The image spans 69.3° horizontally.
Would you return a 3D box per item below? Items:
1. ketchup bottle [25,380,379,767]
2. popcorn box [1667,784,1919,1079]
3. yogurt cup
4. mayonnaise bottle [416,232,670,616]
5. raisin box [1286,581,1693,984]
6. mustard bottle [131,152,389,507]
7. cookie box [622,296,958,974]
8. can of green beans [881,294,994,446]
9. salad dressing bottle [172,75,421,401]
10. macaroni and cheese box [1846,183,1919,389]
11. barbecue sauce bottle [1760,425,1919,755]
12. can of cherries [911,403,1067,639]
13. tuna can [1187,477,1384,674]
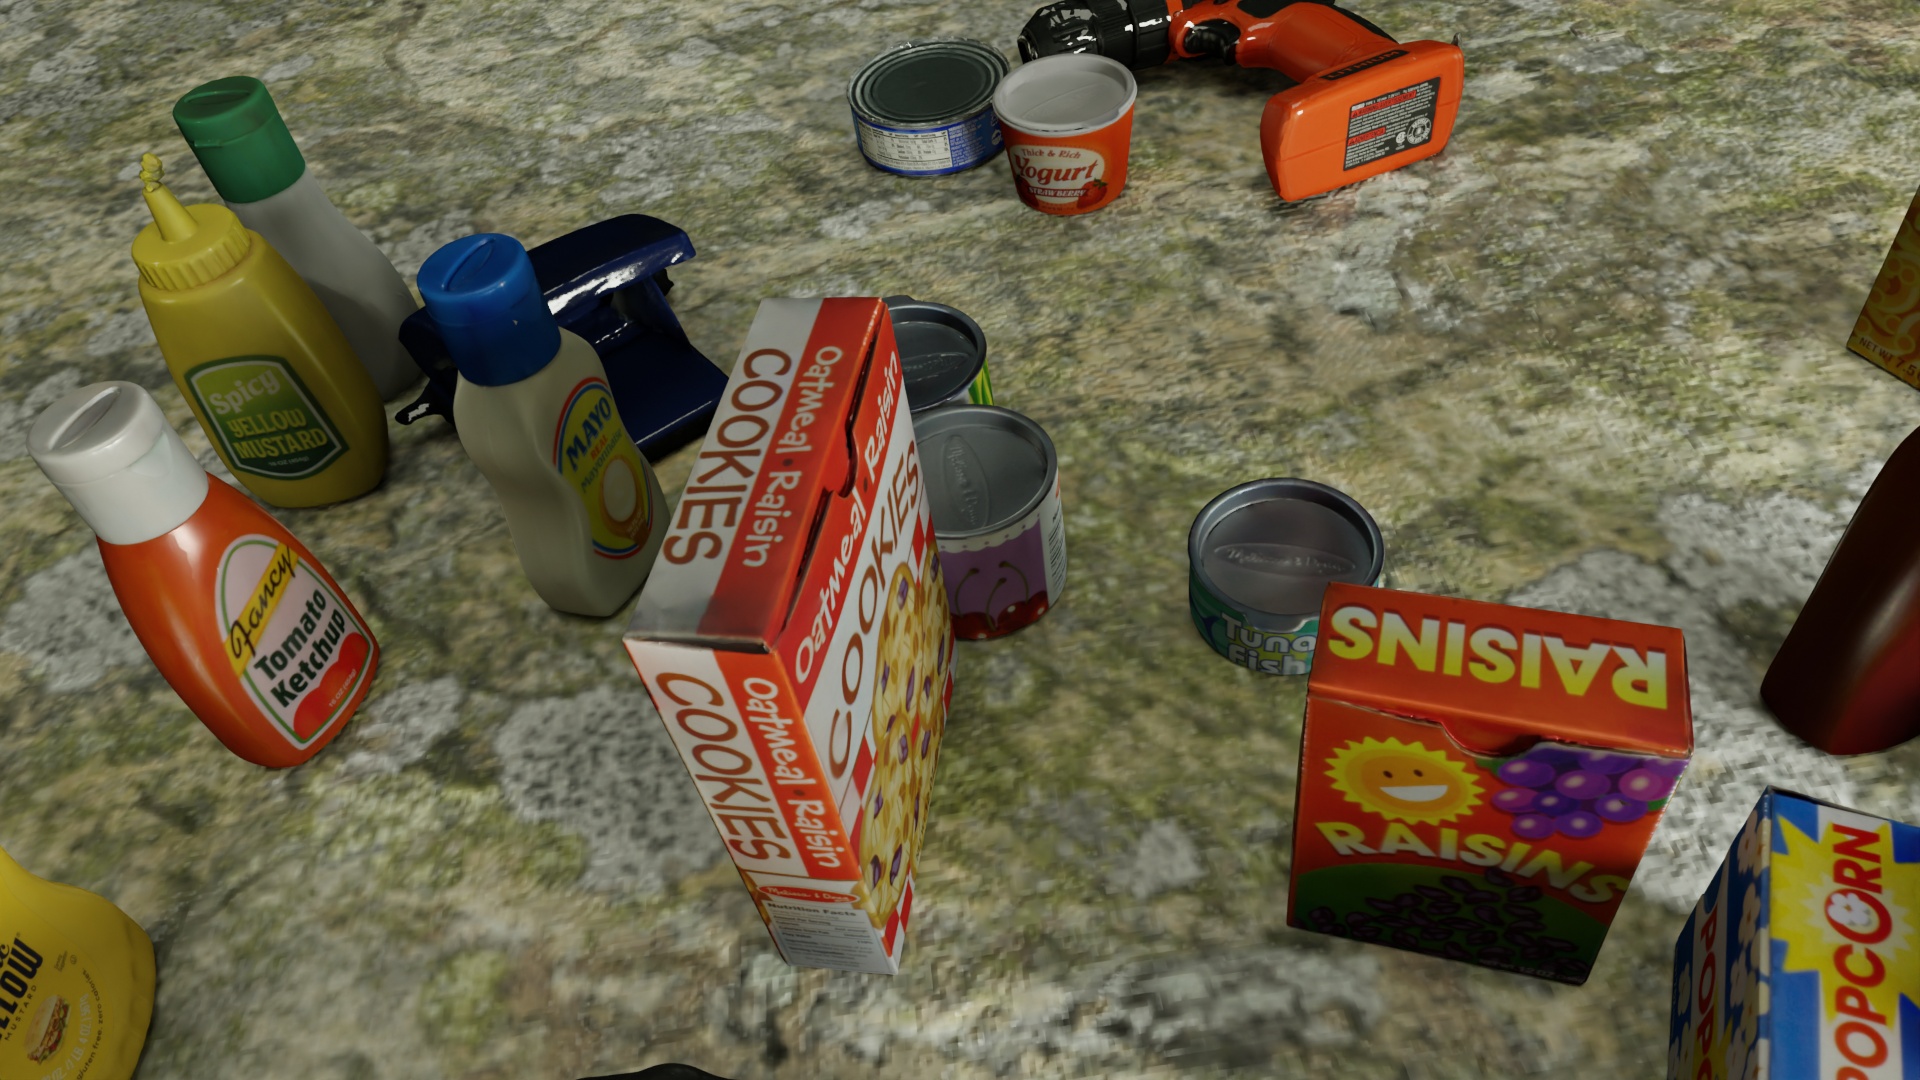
[{"bbox_3d":[-0.254,0.012,0.469,0.043,0.148,0.065,8,50,16],"label":"ketchup bottle"},{"bbox_3d":[0.195,0.136,0.326,0.038,0.084,0.127,12,51,19],"label":"popcorn box"},{"bbox_3d":[0.052,-0.195,0.671,0.072,0.053,0.073,-5,48,5],"label":"yogurt cup"},{"bbox_3d":[-0.148,-0.040,0.500,0.041,0.147,0.065,9,50,17],"label":"mayonnaise bottle"},{"bbox_3d":[0.134,0.068,0.372,0.086,0.122,0.040,9,50,17],"label":"raisin box"},{"bbox_3d":[-0.285,-0.081,0.552,0.065,0.159,0.049,-12,47,-1],"label":"mustard bottle"},{"bbox_3d":[-0.037,0.032,0.404,0.040,0.166,0.123,2,49,11],"label":"cookie box"},{"bbox_3d":[-0.019,-0.052,0.551,0.071,0.057,0.071,-5,48,5],"label":"can of green beans"},{"bbox_3d":[-0.284,-0.126,0.601,0.064,0.147,0.044,0,48,10],"label":"salad dressing bottle"},{"bbox_3d":[0.385,-0.102,0.456,0.040,0.165,0.124,-27,49,-14],"label":"macaroni and cheese box"},{"bbox_3d":[0.279,0.000,0.393,0.065,0.147,0.044,-25,49,-13],"label":"barbecue sauce bottle"},{"bbox_3d":[0.002,-0.006,0.505,0.071,0.058,0.072,-5,48,5],"label":"can of cherries"},{"bbox_3d":[0.113,0.014,0.486,0.071,0.032,0.071,-5,48,5],"label":"tuna can"}]
